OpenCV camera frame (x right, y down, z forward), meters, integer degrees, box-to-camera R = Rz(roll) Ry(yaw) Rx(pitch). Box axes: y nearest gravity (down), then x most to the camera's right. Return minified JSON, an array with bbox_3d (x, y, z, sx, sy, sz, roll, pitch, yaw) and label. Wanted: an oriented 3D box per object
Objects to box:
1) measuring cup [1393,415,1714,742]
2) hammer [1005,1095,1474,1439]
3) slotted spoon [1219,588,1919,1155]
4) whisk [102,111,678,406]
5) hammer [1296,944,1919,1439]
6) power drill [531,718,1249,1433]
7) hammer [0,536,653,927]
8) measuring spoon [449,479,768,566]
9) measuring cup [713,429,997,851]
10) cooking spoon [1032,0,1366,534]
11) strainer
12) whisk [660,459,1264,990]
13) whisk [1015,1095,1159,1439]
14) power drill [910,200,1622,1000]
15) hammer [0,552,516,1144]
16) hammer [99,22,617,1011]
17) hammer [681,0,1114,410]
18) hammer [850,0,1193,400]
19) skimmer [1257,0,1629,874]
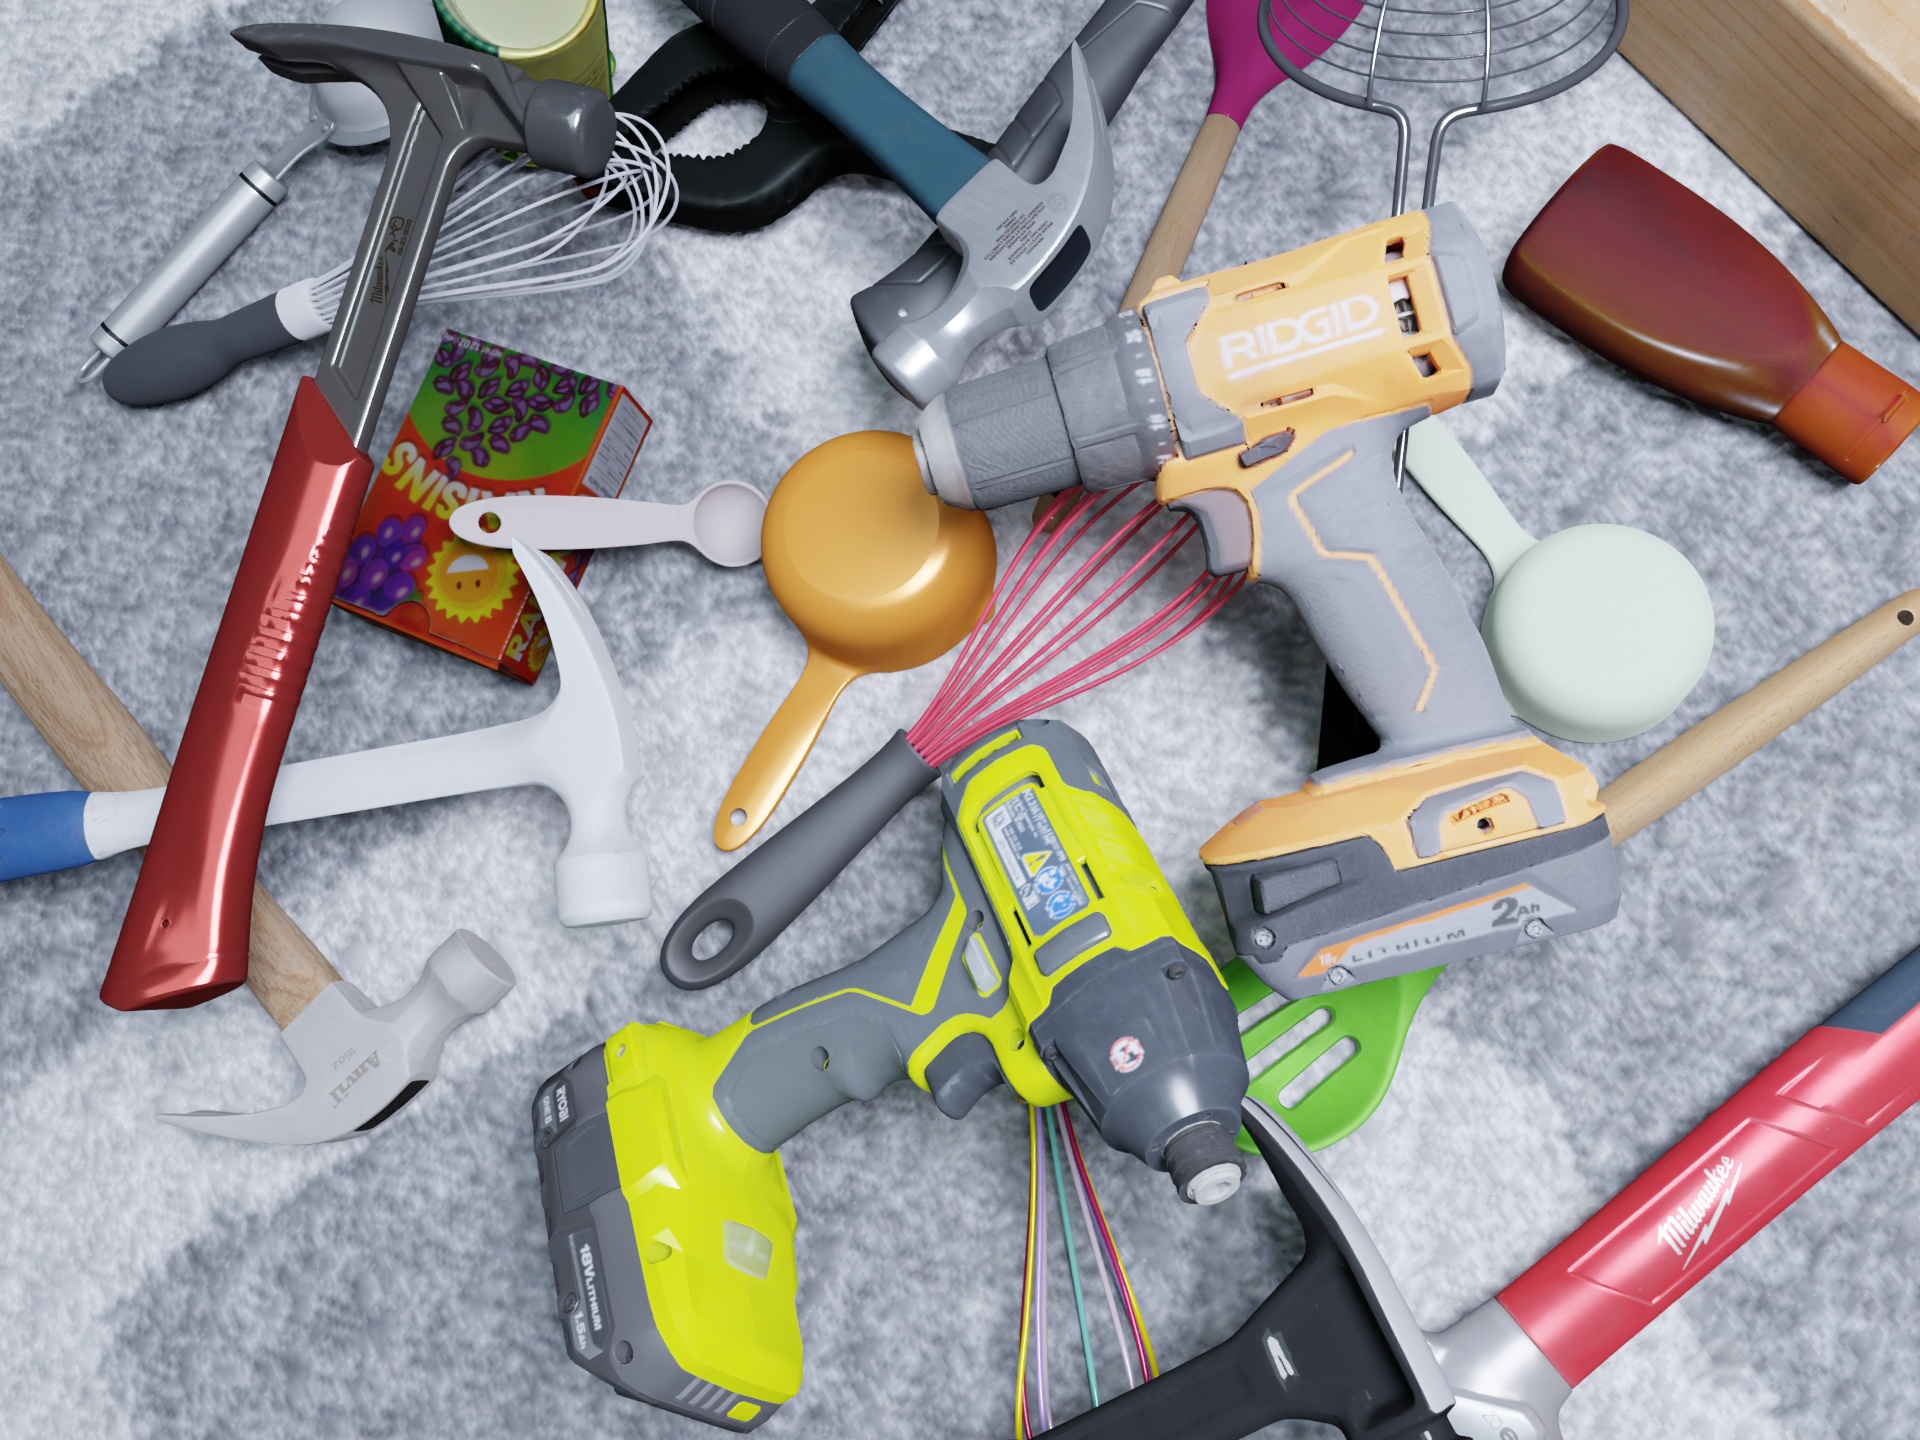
[{"bbox_3d":[0.201,-0.068,0.574,0.083,0.038,0.168,-35,76,0],"label":"measuring cup"},{"bbox_3d":[-0.012,0.249,0.502,0.337,0.034,0.127,-34,62,15],"label":"hammer"},{"bbox_3d":[0.211,0.047,0.554,0.314,0.031,0.070,-34,79,-2],"label":"slotted spoon"},{"bbox_3d":[-0.243,-0.179,0.656,0.284,0.070,0.070,-15,75,18],"label":"whisk"},{"bbox_3d":[0.292,0.096,0.523,0.386,0.038,0.143,-39,72,-1],"label":"hammer"},{"bbox_3d":[-0.022,0.120,0.508,0.223,0.080,0.171,-36,44,11],"label":"power drill"},{"bbox_3d":[-0.318,0.032,0.605,0.405,0.035,0.144,-9,80,8],"label":"hammer"},{"bbox_3d":[-0.135,-0.077,0.623,0.124,0.018,0.034,-2,91,-17],"label":"measuring spoon"},{"bbox_3d":[-0.053,-0.031,0.601,0.095,0.052,0.174,27,81,14],"label":"measuring cup"},{"bbox_3d":[0.096,-0.218,0.638,0.069,0.017,0.319,21,80,14],"label":"cooking spoon"},{"bbox_3d":[-0.303,-0.244,0.702,0.258,0.050,0.087,-47,59,0],"label":"strainer"},{"bbox_3d":[-0.001,-0.002,0.587,0.296,0.073,0.073,-42,74,5],"label":"whisk"},{"bbox_3d":[0.030,0.154,0.552,0.047,0.051,0.245,-13,72,12],"label":"whisk"},{"bbox_3d":[0.096,-0.031,0.508,0.185,0.084,0.226,-15,90,7],"label":"power drill"},{"bbox_3d":[-0.329,0.037,0.645,0.130,0.031,0.331,-46,74,-3],"label":"hammer"},{"bbox_3d":[-0.243,-0.075,0.570,0.149,0.036,0.359,15,84,12],"label":"hammer"},{"bbox_3d":[-0.064,-0.260,0.618,0.128,0.033,0.331,-43,63,2],"label":"hammer"},{"bbox_3d":[0.067,-0.263,0.621,0.146,0.035,0.335,33,81,10],"label":"hammer"},{"bbox_3d":[0.158,-0.126,0.576,0.127,0.090,0.363,6,96,13],"label":"skimmer"}]
